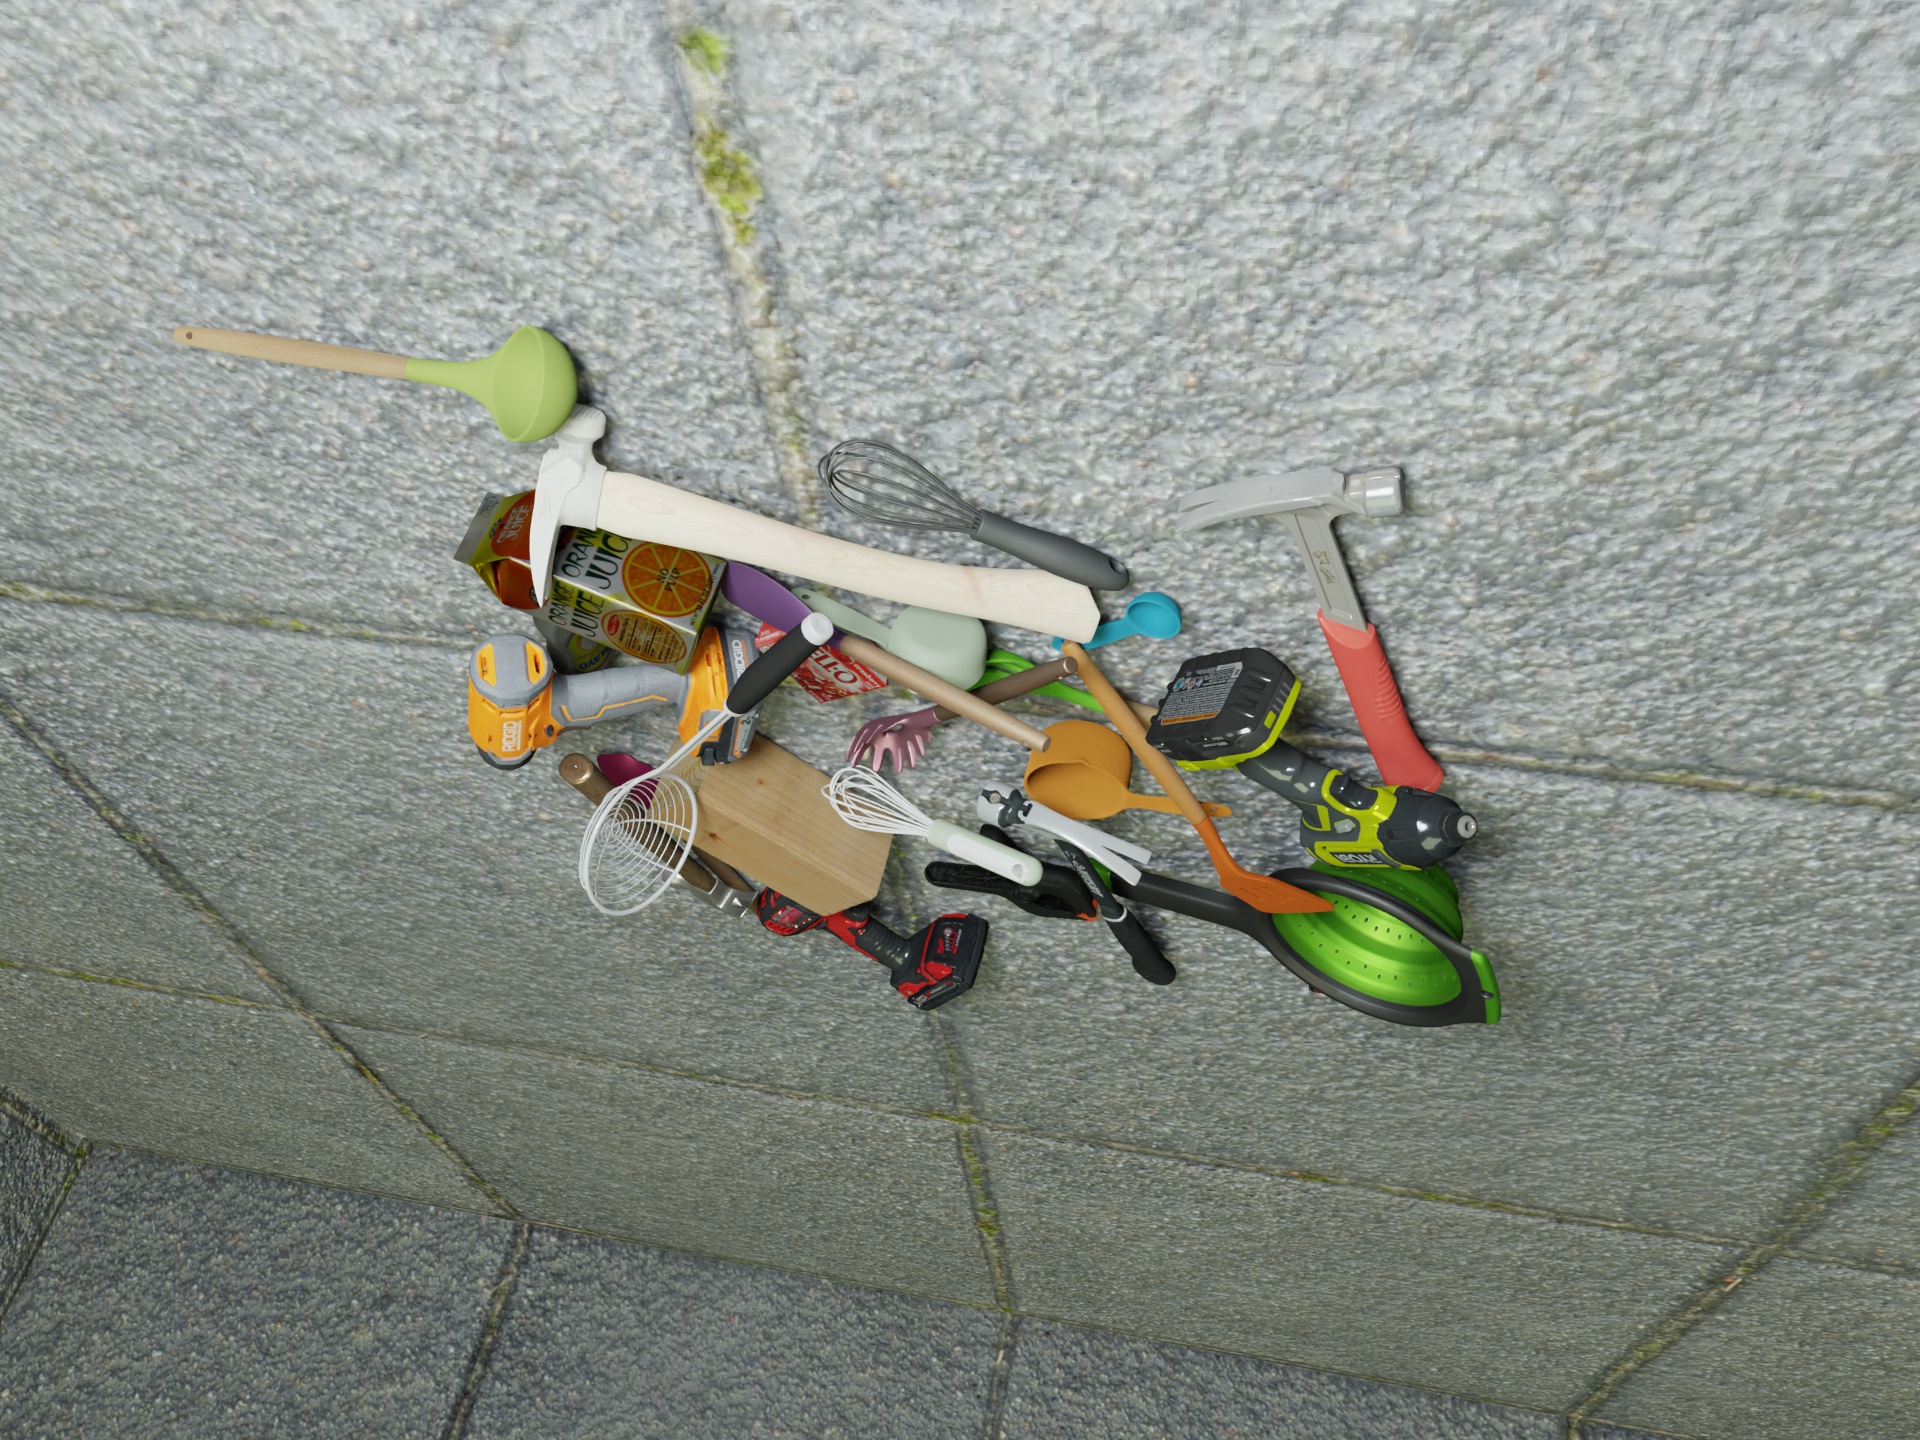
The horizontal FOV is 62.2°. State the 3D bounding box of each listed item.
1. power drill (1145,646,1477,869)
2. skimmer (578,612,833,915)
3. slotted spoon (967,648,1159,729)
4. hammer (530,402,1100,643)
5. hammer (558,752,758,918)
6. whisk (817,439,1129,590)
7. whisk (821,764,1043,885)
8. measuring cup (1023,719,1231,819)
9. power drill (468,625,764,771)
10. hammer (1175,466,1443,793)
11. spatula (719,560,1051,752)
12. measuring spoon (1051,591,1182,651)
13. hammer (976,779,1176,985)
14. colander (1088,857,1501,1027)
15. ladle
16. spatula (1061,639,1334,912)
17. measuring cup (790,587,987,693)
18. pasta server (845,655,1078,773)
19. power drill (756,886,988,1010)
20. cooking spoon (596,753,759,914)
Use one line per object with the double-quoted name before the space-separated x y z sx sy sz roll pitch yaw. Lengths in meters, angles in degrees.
"power drill" 0.267 0.038 1.198 0.223 0.080 0.171 33 163 -18
"skimmer" -0.191 0.041 1.248 0.363 0.127 0.090 -38 82 41
"slotted spoon" 0.140 -0.005 1.277 0.313 0.031 0.070 16 157 -8
"hammer" -0.102 -0.109 1.151 0.410 0.038 0.146 13 112 -6
"hammer" -0.291 0.115 1.524 0.130 0.031 0.331 23 162 26
"whisk" 0.013 -0.138 1.111 0.238 0.055 0.055 19 147 -17
"whisk" -0.027 0.095 1.392 0.246 0.057 0.059 20 -162 36
"measuring cup" 0.142 0.045 1.329 0.173 0.052 0.095 9 147 4
"power drill" -0.286 -0.009 1.304 0.226 0.084 0.164 -3 152 -20
"hammer" 0.279 -0.047 1.154 0.149 0.037 0.358 -5 142 26
"spatula" -0.066 -0.049 1.185 0.316 0.018 0.059 28 147 25
"measuring spoon" 0.116 -0.074 1.197 0.042 0.021 0.128 42 147 -26
"hammer" 0.142 0.170 1.457 0.149 0.036 0.408 21 163 29
"colander" 0.296 0.153 1.416 0.397 0.094 0.204 13 146 35
"ladle" -0.408 -0.247 1.090 0.320 0.078 0.062 11 -174 12
"spatula" 0.181 0.055 1.268 0.081 0.041 0.322 -12 122 53
"measuring cup" -0.057 -0.077 1.216 0.167 0.083 0.038 24 140 12
"pasta server" -0.002 -0.004 1.271 0.060 0.040 0.316 15 162 -28
"power drill" -0.090 0.210 1.641 0.219 0.079 0.143 28 144 -16
"cooking spoon" -0.270 0.126 1.628 0.069 0.017 0.318 -4 143 28
